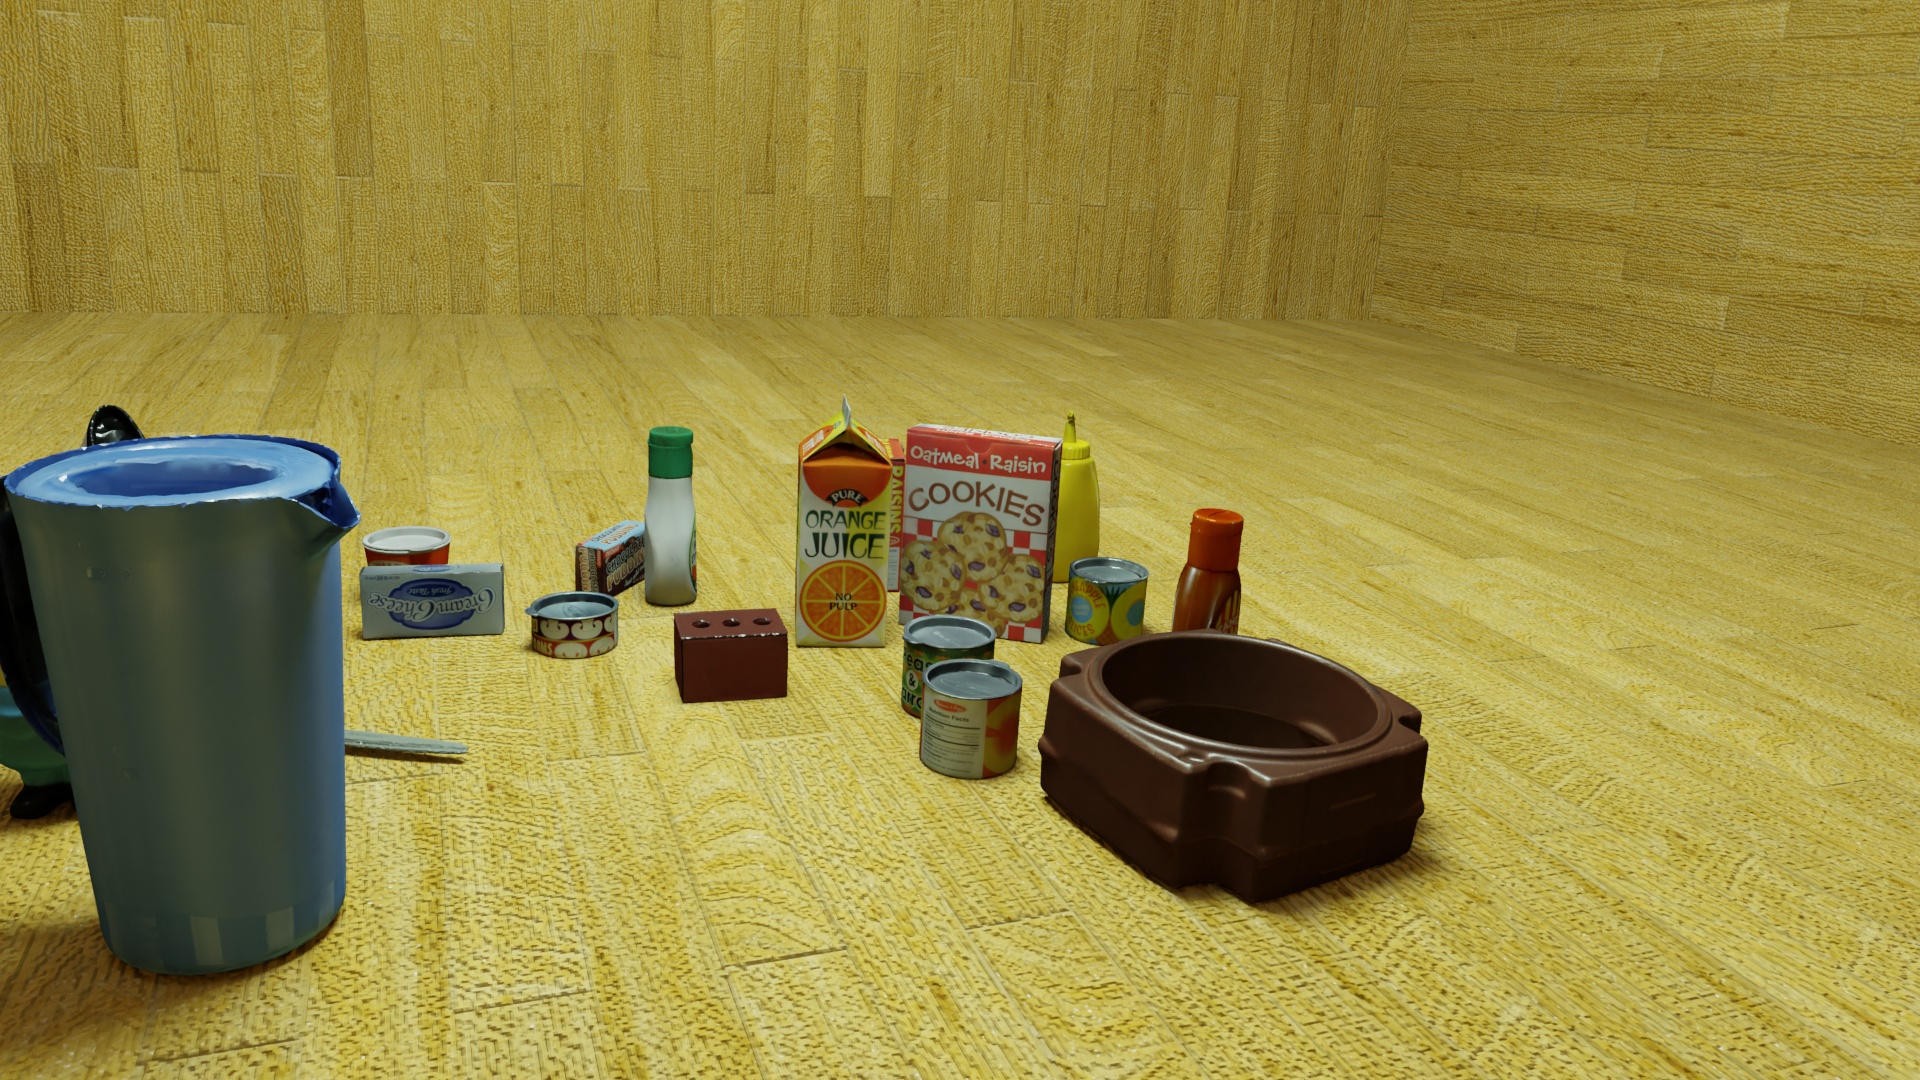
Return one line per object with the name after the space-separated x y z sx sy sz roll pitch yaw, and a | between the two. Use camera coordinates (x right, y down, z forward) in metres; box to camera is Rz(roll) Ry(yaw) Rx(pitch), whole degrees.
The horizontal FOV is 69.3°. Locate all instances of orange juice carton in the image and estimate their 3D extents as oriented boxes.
-0.094 -0.017 1.106 0.073 0.192 0.072 1 16 -8 | orange juice carton

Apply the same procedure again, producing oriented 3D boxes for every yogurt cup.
-0.455 0.022 1.146 0.072 0.053 0.072 3 16 -1 | yogurt cup

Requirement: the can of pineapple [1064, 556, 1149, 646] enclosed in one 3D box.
0.120 0.051 1.157 0.071 0.057 0.071 3 16 -1 | can of pineapple

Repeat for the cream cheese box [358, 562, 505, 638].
-0.407 0.047 1.075 0.104 0.053 0.024 -2 17 -16 | cream cheese box

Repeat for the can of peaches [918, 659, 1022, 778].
0.008 0.116 0.915 0.071 0.058 0.071 3 16 -1 | can of peaches

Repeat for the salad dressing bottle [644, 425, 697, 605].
-0.244 -0.021 1.169 0.044 0.147 0.064 0 16 -12 | salad dressing bottle

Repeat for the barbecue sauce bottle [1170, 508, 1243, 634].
0.179 0.052 1.007 0.044 0.148 0.065 14 19 34 | barbecue sauce bottle

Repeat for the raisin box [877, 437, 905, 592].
-0.073 -0.025 1.258 0.040 0.123 0.086 1 16 -6 | raisin box

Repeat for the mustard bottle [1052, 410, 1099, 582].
0.098 -0.043 1.287 0.065 0.159 0.049 -6 18 -29 | mustard bottle

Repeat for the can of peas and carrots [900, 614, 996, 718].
-0.011 0.092 0.992 0.071 0.058 0.071 3 16 -1 | can of peas and carrots

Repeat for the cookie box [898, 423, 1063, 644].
0.015 -0.007 1.137 0.123 0.166 0.040 7 16 13 | cookie box

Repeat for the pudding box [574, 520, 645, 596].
-0.300 0.016 1.203 0.030 0.049 0.084 8 17 15 | pudding box

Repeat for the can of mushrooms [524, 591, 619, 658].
-0.299 0.065 1.070 0.071 0.033 0.071 3 16 -1 | can of mushrooms
